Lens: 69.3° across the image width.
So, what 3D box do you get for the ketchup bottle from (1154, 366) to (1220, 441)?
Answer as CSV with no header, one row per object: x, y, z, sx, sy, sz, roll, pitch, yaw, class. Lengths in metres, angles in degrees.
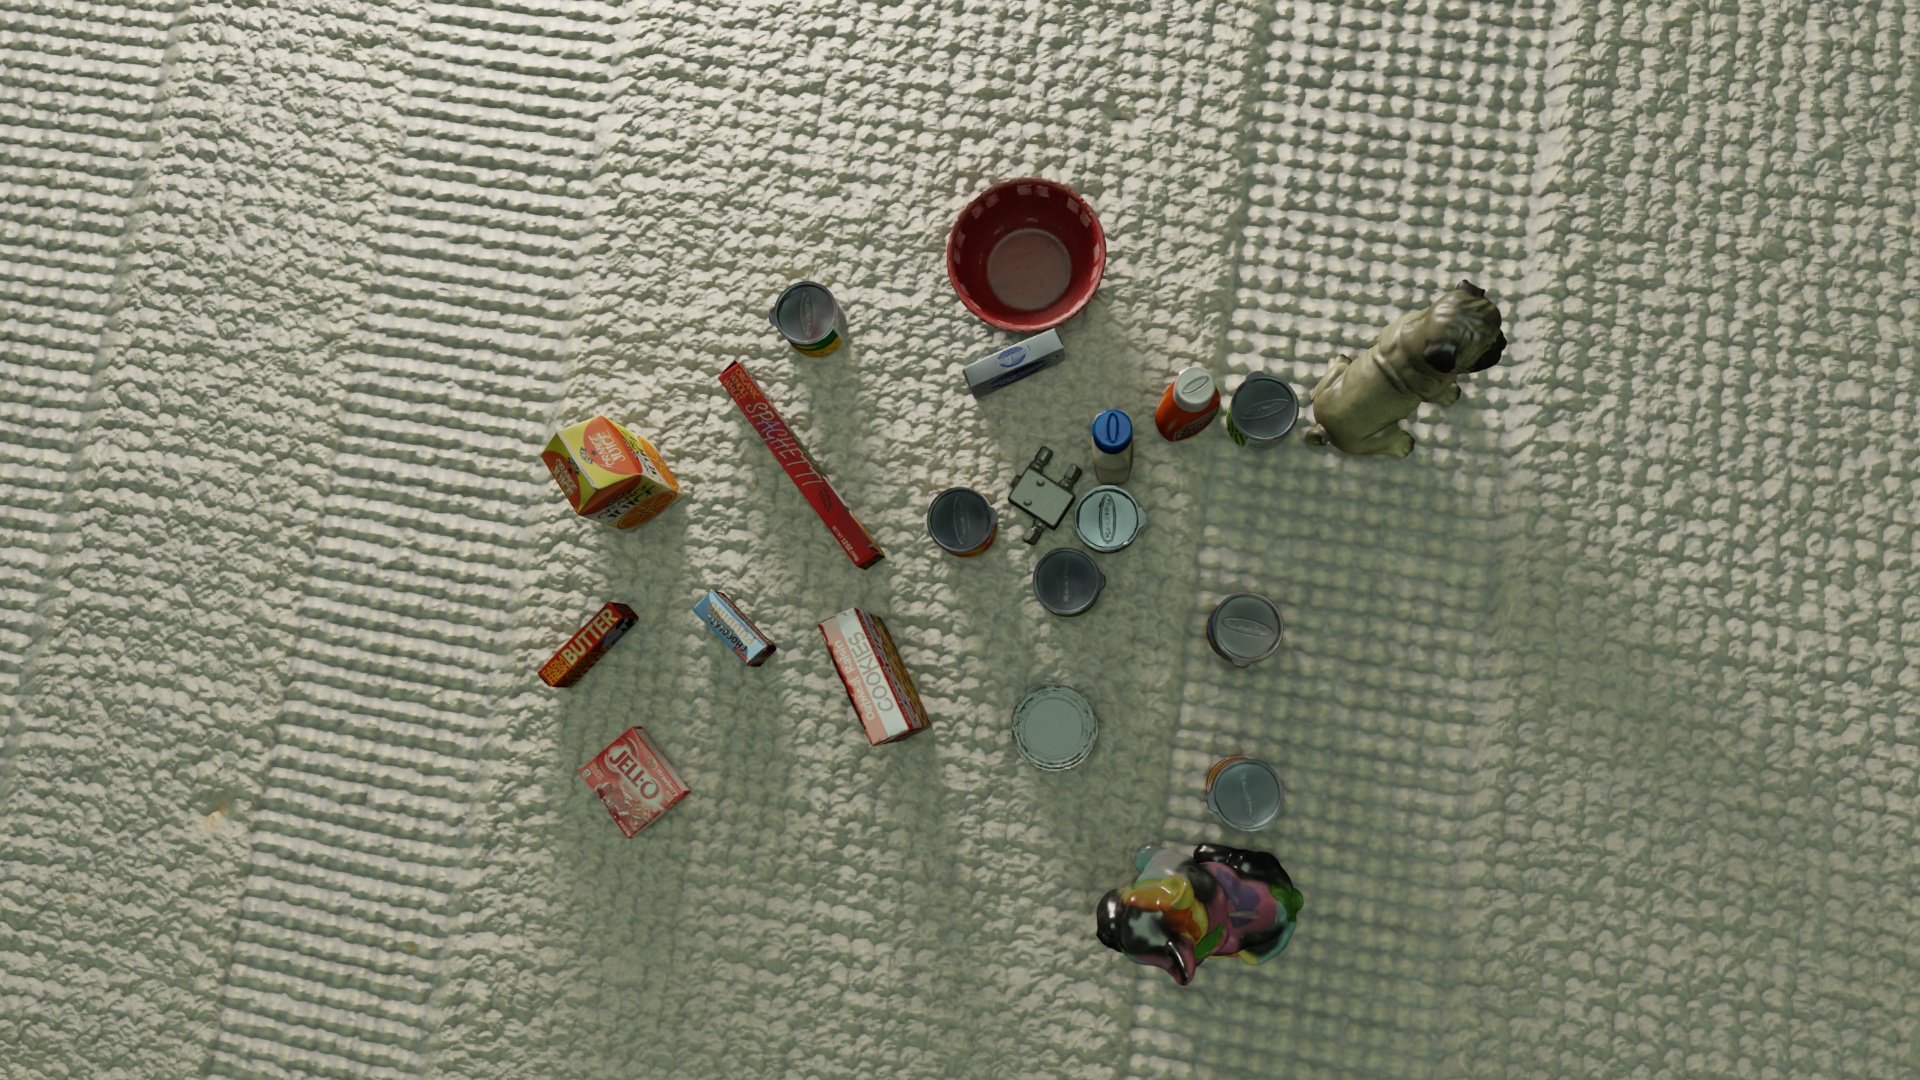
0.220,-0.134,1.333,0.065,0.148,0.043,-31,81,2,ketchup bottle

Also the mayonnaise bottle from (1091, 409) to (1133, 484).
0.147,-0.094,1.336,0.041,0.148,0.065,0,84,6,mayonnaise bottle

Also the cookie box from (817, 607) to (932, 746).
-0.080,0.131,1.321,0.040,0.167,0.123,-26,81,3,cookie box

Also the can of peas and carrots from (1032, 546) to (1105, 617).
0.108,0.042,1.368,0.071,0.058,0.071,-1,83,6,can of peas and carrots

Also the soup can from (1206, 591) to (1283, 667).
0.271,0.087,1.333,0.071,0.083,0.071,-1,83,6,soup can

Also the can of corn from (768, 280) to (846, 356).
-0.156,-0.226,1.429,0.071,0.058,0.071,-1,83,6,can of corn

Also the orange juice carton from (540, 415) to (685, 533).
-0.344,-0.066,1.360,0.073,0.192,0.072,-34,81,1,orange juice carton

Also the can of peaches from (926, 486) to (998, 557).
0.005,-0.017,1.386,0.071,0.058,0.071,-1,83,6,can of peaches

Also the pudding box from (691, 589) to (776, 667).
-0.228,0.089,1.401,0.084,0.049,0.030,45,90,9,pudding box

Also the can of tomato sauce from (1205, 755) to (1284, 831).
0.266,0.239,1.315,0.071,0.083,0.071,-1,83,6,can of tomato sauce

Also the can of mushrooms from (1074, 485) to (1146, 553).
0.149,-0.020,1.384,0.071,0.033,0.071,-1,83,6,can of mushrooms

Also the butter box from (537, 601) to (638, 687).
-0.378,0.107,1.412,0.103,0.053,0.024,-45,81,-1,butter box

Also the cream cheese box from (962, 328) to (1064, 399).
0.055,-0.178,1.404,0.104,0.053,0.024,-23,82,3,cream cheese box

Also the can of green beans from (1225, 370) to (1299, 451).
0.297,-0.125,1.370,0.071,0.058,0.071,-1,83,6,can of green beans

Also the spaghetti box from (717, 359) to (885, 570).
-0.162,-0.076,1.415,0.028,0.050,0.250,-37,81,1,spaghetti box
